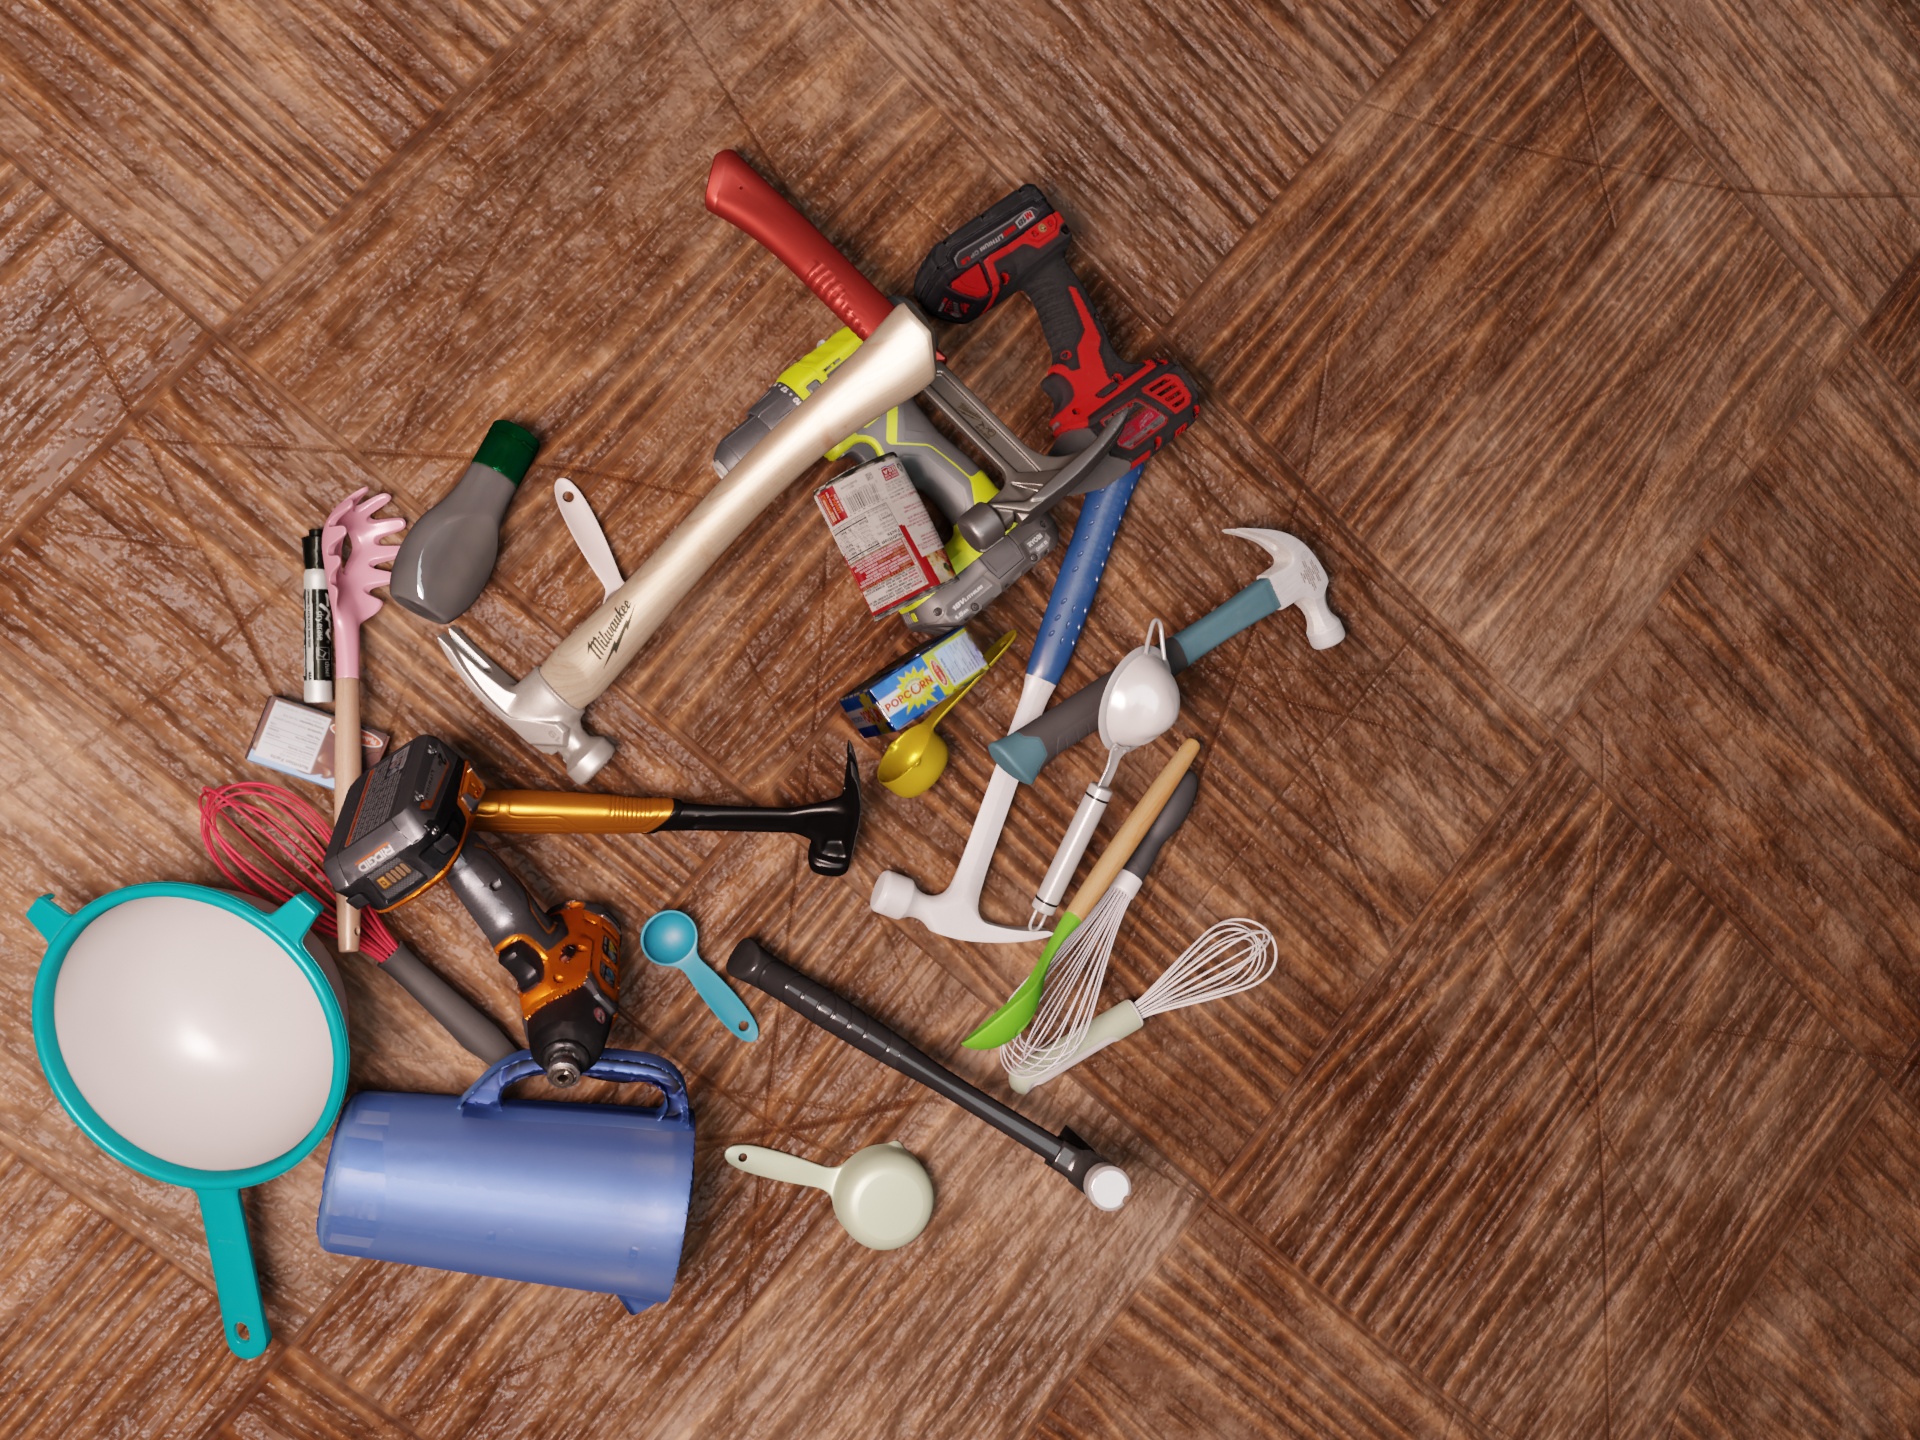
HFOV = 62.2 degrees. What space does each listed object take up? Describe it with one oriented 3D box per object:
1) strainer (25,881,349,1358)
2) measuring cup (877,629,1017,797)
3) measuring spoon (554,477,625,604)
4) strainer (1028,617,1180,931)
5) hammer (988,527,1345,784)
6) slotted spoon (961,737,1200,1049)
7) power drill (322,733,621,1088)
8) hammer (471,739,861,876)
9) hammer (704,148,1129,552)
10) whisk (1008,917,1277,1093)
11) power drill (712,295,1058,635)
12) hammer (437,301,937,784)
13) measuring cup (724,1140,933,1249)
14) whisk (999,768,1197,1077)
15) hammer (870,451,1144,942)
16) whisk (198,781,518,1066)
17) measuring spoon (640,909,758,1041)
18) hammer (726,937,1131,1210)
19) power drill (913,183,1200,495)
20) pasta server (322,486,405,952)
[{"bbox_3d":[-0.483,0.255,1.067,0.211,0.095,0.340,-1,105,7],"label":"strainer"},{"bbox_3d":[-0.002,-0.004,1.217,0.156,0.062,0.029,-48,114,-6],"label":"measuring cup"},{"bbox_3d":[-0.266,-0.121,1.168,0.034,0.018,0.124,-27,91,-14],"label":"measuring spoon"},{"bbox_3d":[0.111,0.048,1.204,0.086,0.050,0.258,13,105,-50],"label":"strainer"},{"bbox_3d":[0.162,-0.046,1.252,0.331,0.033,0.128,-32,106,-21],"label":"hammer"},{"bbox_3d":[0.101,0.131,1.220,0.031,0.070,0.314,38,66,0],"label":"slotted spoon"},{"bbox_3d":[-0.309,0.134,1.050,0.084,0.164,0.226,-32,119,8],"label":"power drill"},{"bbox_3d":[-0.239,0.064,1.138,0.336,0.127,0.034,1,48,-11],"label":"hammer"},{"bbox_3d":[-0.049,-0.289,1.148,0.149,0.036,0.359,-41,80,-13],"label":"hammer"},{"bbox_3d":[0.147,0.231,1.274,0.246,0.057,0.059,-28,66,-10],"label":"whisk"},{"bbox_3d":[-0.054,-0.178,1.195,0.190,0.080,0.228,-41,98,-12],"label":"power drill"},{"bbox_3d":[-0.179,-0.136,1.089,0.410,0.038,0.146,-42,103,15],"label":"hammer"},{"bbox_3d":[-0.098,0.352,1.205,0.167,0.038,0.083,20,85,-18],"label":"measuring cup"},{"bbox_3d":[0.115,0.156,1.253,0.070,0.070,0.285,37,74,-14],"label":"whisk"},{"bbox_3d":[0.065,-0.019,1.251,0.144,0.035,0.405,22,85,-15],"label":"hammer"},{"bbox_3d":[-0.411,0.149,1.106,0.073,0.073,0.295,-45,107,-11],"label":"whisk"},{"bbox_3d":[-0.194,0.192,1.192,0.042,0.021,0.128,-40,110,-12],"label":"measuring spoon"},{"bbox_3d":[-0.029,0.261,1.197,0.334,0.146,0.035,32,82,-3],"label":"hammer"},{"bbox_3d":[0.068,-0.280,1.213,0.143,0.078,0.219,-38,93,-13],"label":"power drill"},{"bbox_3d":[-0.411,-0.002,1.082,0.040,0.060,0.316,-8,79,20],"label":"pasta server"}]
